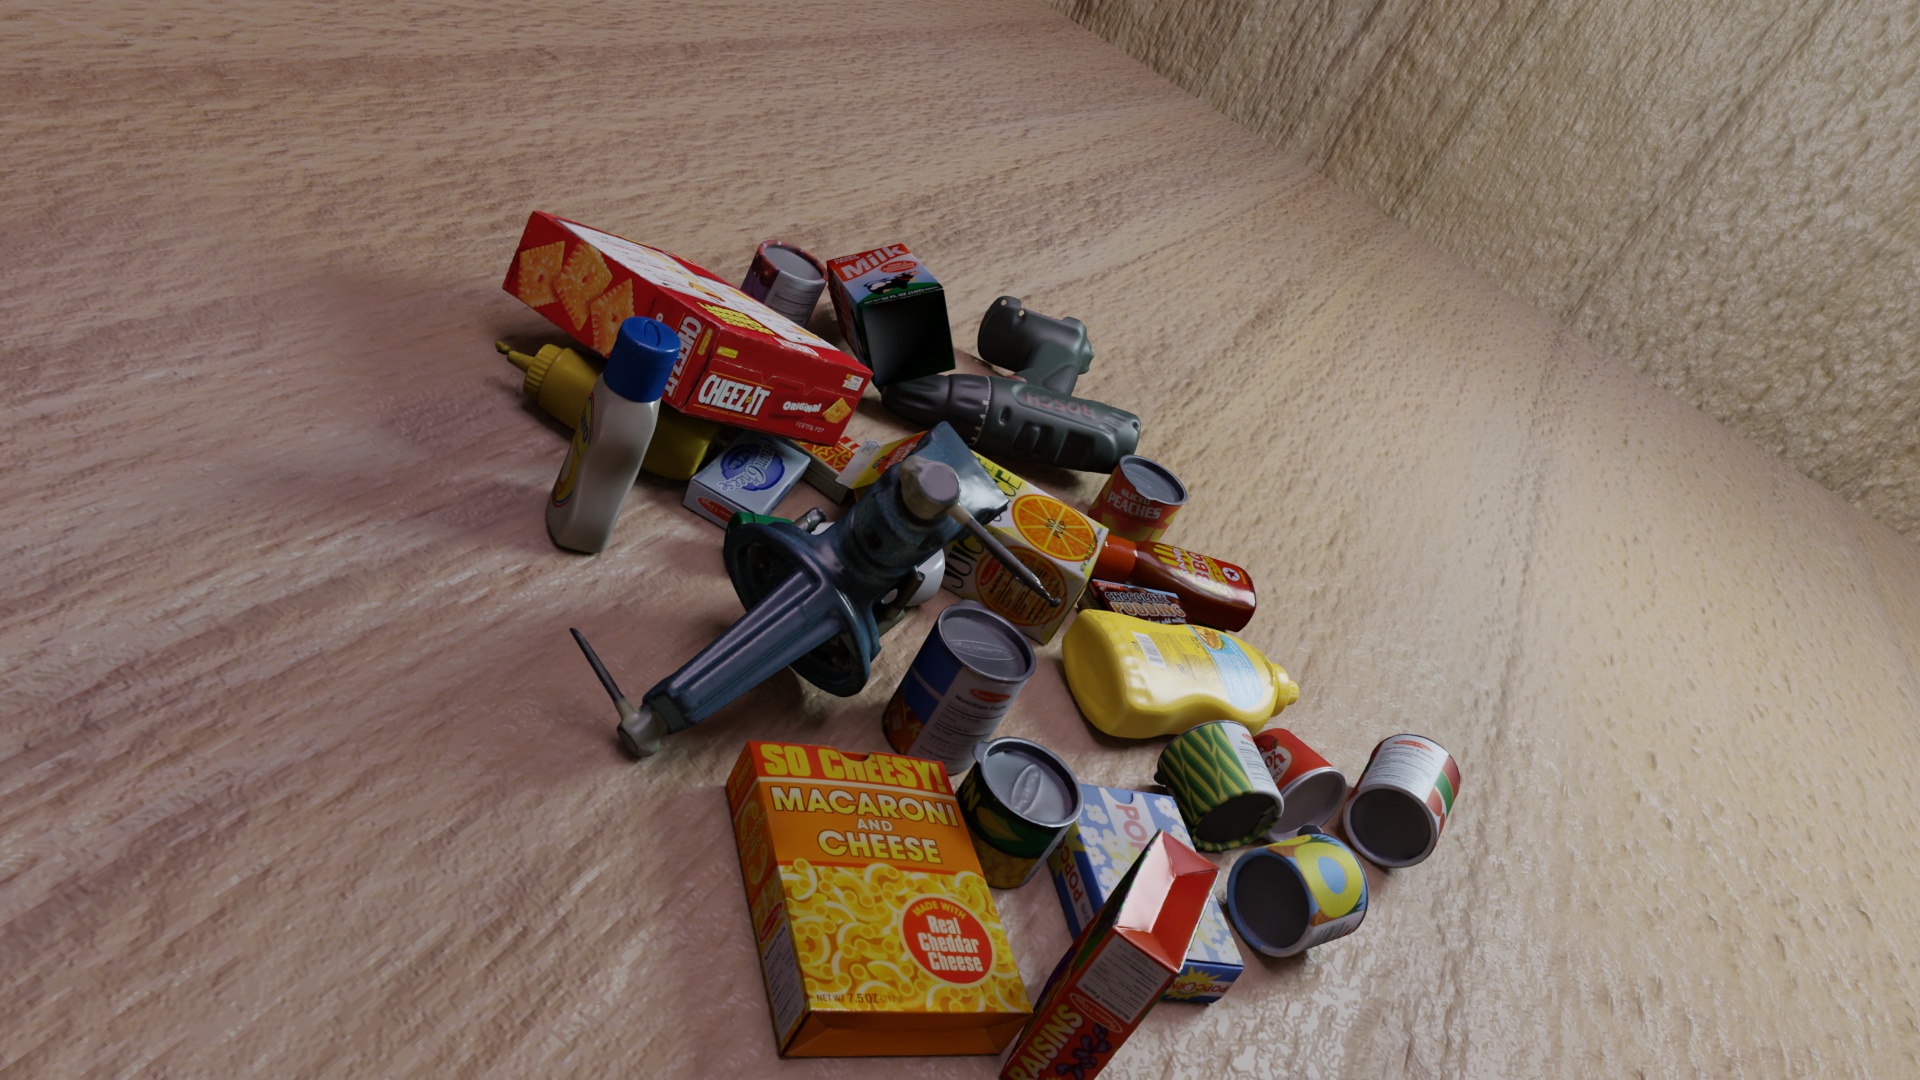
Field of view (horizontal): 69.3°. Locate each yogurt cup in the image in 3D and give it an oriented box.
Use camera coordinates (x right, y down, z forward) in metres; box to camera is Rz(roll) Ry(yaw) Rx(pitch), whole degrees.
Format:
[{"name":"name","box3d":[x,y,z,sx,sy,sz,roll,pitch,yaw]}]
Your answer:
[{"name":"yogurt cup","box3d":[0.220,0.165,0.948,0.072,0.072,0.054,6,30,-35]}]

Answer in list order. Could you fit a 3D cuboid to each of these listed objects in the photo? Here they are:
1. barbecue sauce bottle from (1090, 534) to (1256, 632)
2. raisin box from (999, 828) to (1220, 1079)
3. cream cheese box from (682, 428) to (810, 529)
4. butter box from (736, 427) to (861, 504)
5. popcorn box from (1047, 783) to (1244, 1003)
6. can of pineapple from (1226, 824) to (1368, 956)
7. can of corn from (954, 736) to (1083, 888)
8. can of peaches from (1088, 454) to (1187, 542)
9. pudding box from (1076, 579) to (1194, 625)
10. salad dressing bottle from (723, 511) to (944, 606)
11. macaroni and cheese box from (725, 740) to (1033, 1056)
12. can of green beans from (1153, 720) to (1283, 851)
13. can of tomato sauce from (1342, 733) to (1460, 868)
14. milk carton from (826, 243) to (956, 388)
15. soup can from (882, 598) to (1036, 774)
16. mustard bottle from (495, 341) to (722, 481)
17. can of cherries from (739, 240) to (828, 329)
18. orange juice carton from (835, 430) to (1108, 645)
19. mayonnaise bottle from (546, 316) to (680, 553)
[{"name":"barbecue sauce bottle","box3d":[0.164,0.029,1.122,0.148,0.043,0.065,17,33,-19]},{"name":"raisin box","box3d":[0.075,0.215,0.690,0.040,0.122,0.086,33,31,7]},{"name":"cream cheese box","box3d":[-0.149,-0.043,0.980,0.053,0.024,0.104,30,30,0]},{"name":"butter box","box3d":[-0.113,-0.071,1.053,0.103,0.024,0.053,35,31,9]},{"name":"popcorn box","box3d":[0.103,0.205,0.813,0.085,0.038,0.127,13,35,-25]},{"name":"can of pineapple","box3d":[0.206,0.216,0.855,0.058,0.070,0.071,-1,42,-41]},{"name":"can of corn","box3d":[0.026,0.156,0.801,0.071,0.058,0.071,22,31,-14]},{"name":"can of peaches","box3d":[0.149,-0.030,1.182,0.071,0.057,0.071,22,32,-14]},{"name":"pudding box","box3d":[0.135,0.061,1.062,0.084,0.030,0.050,11,34,-29]},{"name":"salad dressing bottle","box3d":[-0.085,0.010,0.940,0.148,0.043,0.064,11,37,-27]},{"name":"macaroni and cheese box","box3d":[-0.046,0.181,0.720,0.124,0.040,0.167,12,35,-29]},{"name":"can of green beans","box3d":[0.169,0.161,0.905,0.071,0.071,0.058,11,38,-29]},{"name":"can of tomato sauce","box3d":[0.316,0.188,0.995,0.071,0.071,0.083,38,32,13]},{"name":"milk carton","box3d":[-0.066,-0.202,1.197,0.072,0.073,0.191,-14,29,-9]},{"name":"soup can","box3d":[-0.002,0.089,0.850,0.071,0.083,0.072,22,31,-14]},{"name":"mustard bottle","box3d":[-0.246,-0.096,0.953,0.160,0.048,0.065,27,22,-4]},{"name":"can of cherries","box3d":[-0.156,-0.220,1.204,0.071,0.058,0.072,22,32,-14]},{"name":"orange juice carton","box3d":[0.004,-0.013,1.014,0.193,0.072,0.072,30,36,1]},{"name":"mayonnaise bottle","box3d":[-0.210,-0.065,0.840,0.041,0.147,0.065,12,34,-27]}]
